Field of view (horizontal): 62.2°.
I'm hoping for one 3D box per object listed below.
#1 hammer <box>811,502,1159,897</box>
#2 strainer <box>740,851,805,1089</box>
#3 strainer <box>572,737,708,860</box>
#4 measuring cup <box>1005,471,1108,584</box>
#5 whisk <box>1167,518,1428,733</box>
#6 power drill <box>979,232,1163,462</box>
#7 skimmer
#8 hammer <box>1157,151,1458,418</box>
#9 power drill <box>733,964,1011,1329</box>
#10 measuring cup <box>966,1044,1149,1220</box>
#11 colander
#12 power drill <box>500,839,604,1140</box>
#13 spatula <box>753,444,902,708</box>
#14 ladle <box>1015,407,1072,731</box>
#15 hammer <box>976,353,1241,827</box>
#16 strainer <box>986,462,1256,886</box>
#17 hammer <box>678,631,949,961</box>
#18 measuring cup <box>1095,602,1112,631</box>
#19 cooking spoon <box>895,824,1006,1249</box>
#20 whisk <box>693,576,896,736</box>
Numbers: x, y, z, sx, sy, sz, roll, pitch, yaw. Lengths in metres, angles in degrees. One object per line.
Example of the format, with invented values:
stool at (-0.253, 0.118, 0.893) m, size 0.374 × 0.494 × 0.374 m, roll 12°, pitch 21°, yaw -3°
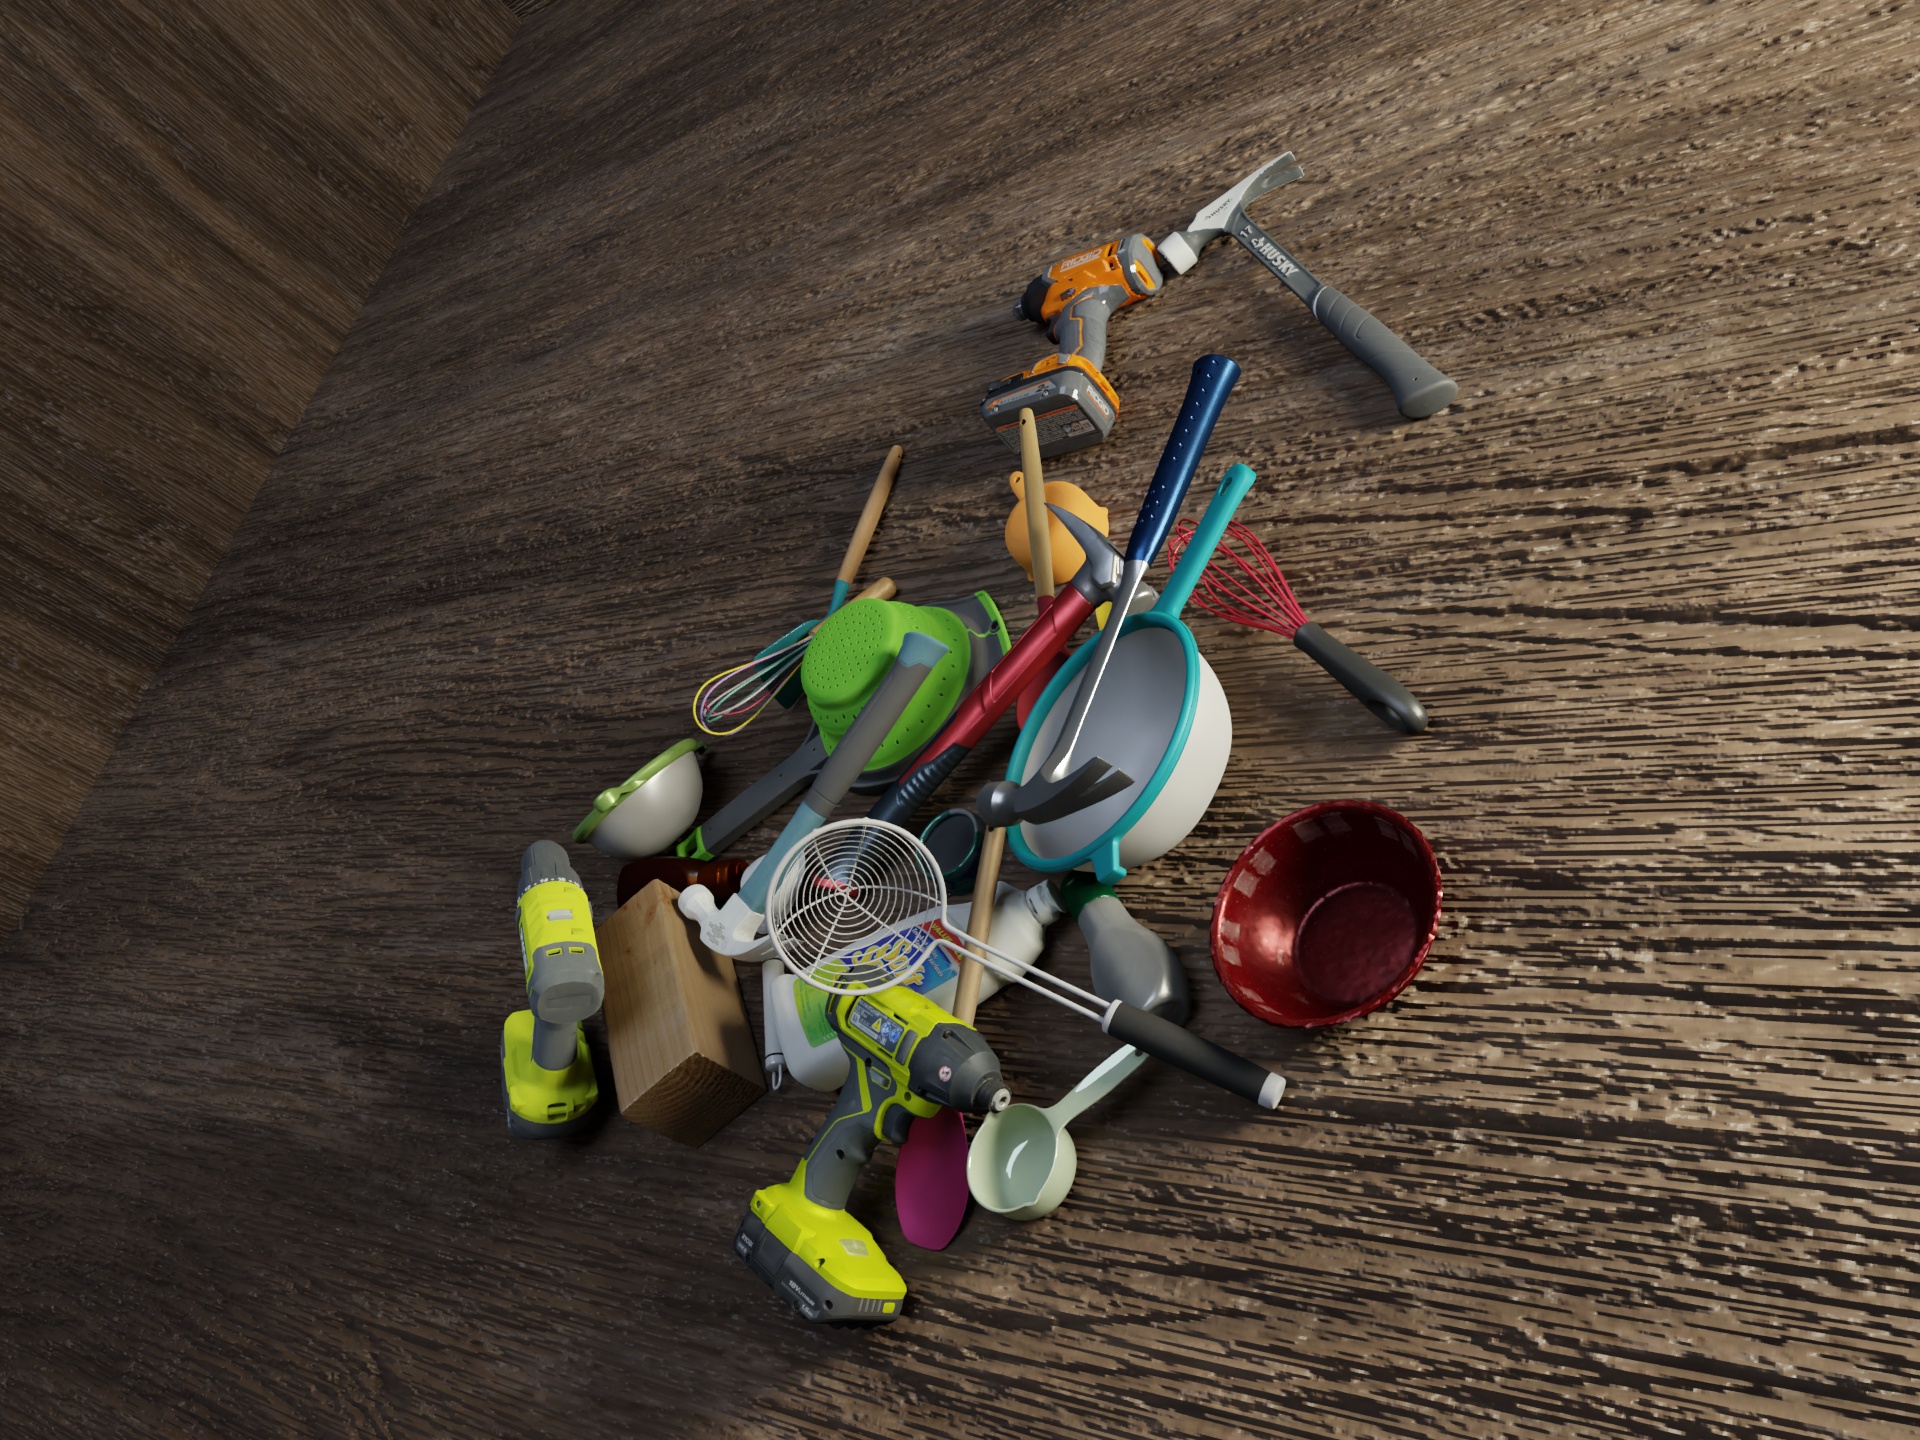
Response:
hammer at (-0.002, -0.004, 1.338) m, size 0.386 × 0.038 × 0.143 m, roll -48°, pitch 51°, yaw 15°
strainer at (-0.164, 0.200, 1.381) m, size 0.087 × 0.050 × 0.259 m, roll -41°, pitch 41°, yaw 35°
strainer at (-0.296, 0.088, 1.495) m, size 0.151 × 0.069 × 0.256 m, roll -41°, pitch 1°, yaw -2°
measuring cup at (0.068, -0.196, 1.455) m, size 0.095 × 0.052 × 0.174 m, roll -42°, pitch 43°, yaw 11°
whisk at (0.247, -0.074, 1.195) m, size 0.073 × 0.073 × 0.296 m, roll -46°, pitch 45°, yaw 5°
power drill at (0.097, -0.361, 1.538) m, size 0.164 × 0.084 × 0.227 m, roll -9°, pitch 51°, yaw 40°
skimmer at (0.039, 0.176, 1.066) m, size 0.363 × 0.090 × 0.127 m, roll 22°, pitch 93°, yaw 24°
hammer at (0.312, -0.374, 1.382) m, size 0.149 × 0.036 × 0.409 m, roll -39°, pitch 41°, yaw 12°
power drill at (-0.060, 0.307, 1.133) m, size 0.171 × 0.080 × 0.223 m, roll 25°, pitch 91°, yaw 45°
measuring cup at (0.078, 0.278, 1.097) m, size 0.167 × 0.038 × 0.083 m, roll -42°, pitch 40°, yaw 7°
colander at (-0.139, 0.004, 1.462) m, size 0.397 × 0.094 × 0.205 m, roll -37°, pitch 42°, yaw 16°
power drill at (-0.362, 0.237, 1.405) m, size 0.191 × 0.080 × 0.228 m, roll -118°, pitch 33°, yaw -49°
spatula at (-0.121, -0.159, 1.607) m, size 0.044 × 0.082 × 0.318 m, roll 3°, pitch 56°, yaw 26°
ladle at (0.069, -0.128, 1.365) m, size 0.069 × 0.031 × 0.316 m, roll -17°, pitch 67°, yaw 31°
hammer at (0.131, -0.105, 1.177) m, size 0.144 × 0.035 × 0.406 m, roll -14°, pitch 48°, yaw 57°
strainer at (0.160, -0.024, 1.187) m, size 0.340 × 0.095 × 0.211 m, roll -62°, pitch 25°, yaw -6°
hammer at (-0.117, 0.063, 1.356) m, size 0.128 × 0.033 × 0.331 m, roll 39°, pitch 97°, yaw 42°
measuring cup at (0.131, -0.071, 1.331) m, size 0.062 × 0.029 × 0.157 m, roll -30°, pitch 32°, yaw 22°
cooking spoon at (0.001, 0.223, 1.167) m, size 0.069 × 0.017 × 0.319 m, roll 3°, pitch 79°, yaw 39°
whisk at (-0.155, -0.068, 1.509) m, size 0.047 × 0.051 × 0.245 m, roll 42°, pitch 63°, yaw 19°
